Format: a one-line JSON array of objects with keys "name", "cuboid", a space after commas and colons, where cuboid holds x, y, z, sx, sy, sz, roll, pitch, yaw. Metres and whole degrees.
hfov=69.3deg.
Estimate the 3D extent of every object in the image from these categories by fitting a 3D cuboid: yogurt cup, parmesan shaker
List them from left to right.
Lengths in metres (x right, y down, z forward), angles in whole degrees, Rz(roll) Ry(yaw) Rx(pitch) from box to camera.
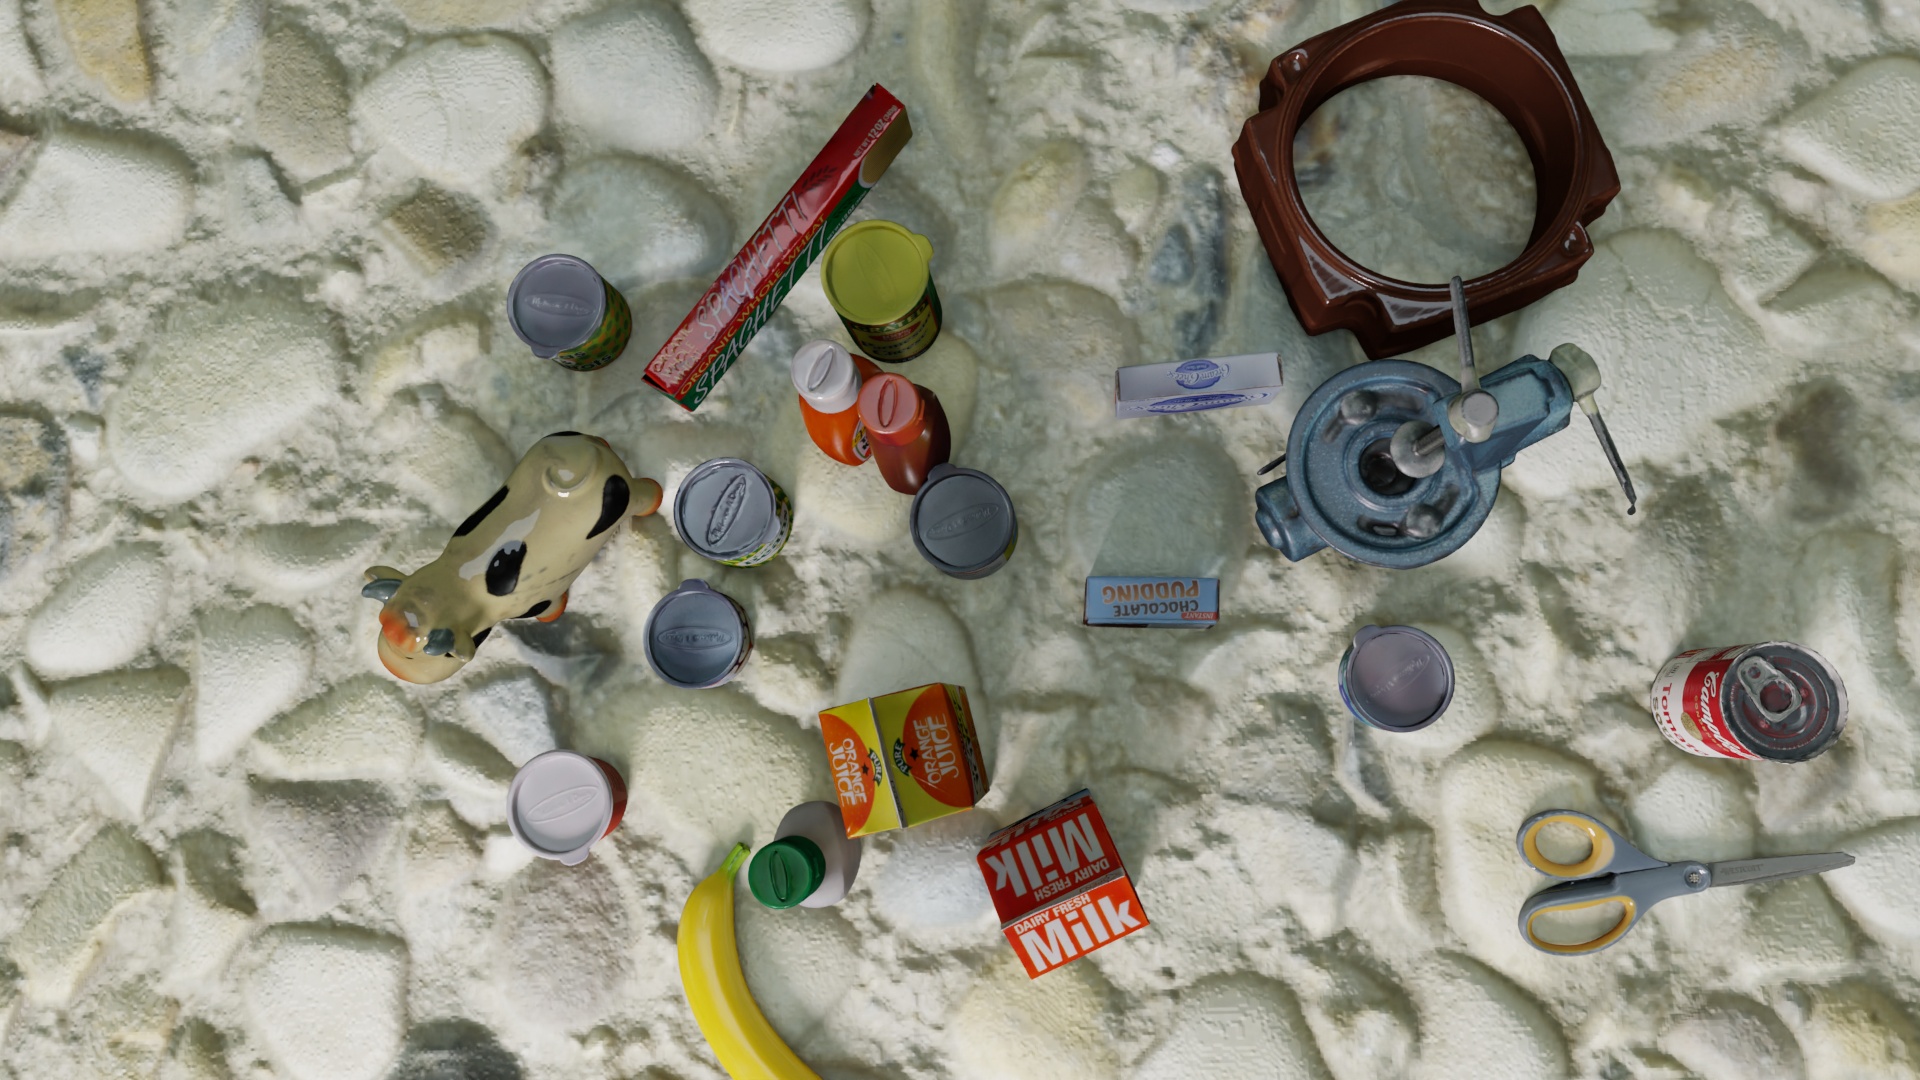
[{"name": "yogurt cup", "cuboid": [-0.248, 0.167, 0.888, 0.072, 0.054, 0.072, -1, 83, 5]}, {"name": "parmesan shaker", "cuboid": [-0.045, -0.158, 0.889, 0.071, 0.103, 0.071, -1, 83, 5]}]

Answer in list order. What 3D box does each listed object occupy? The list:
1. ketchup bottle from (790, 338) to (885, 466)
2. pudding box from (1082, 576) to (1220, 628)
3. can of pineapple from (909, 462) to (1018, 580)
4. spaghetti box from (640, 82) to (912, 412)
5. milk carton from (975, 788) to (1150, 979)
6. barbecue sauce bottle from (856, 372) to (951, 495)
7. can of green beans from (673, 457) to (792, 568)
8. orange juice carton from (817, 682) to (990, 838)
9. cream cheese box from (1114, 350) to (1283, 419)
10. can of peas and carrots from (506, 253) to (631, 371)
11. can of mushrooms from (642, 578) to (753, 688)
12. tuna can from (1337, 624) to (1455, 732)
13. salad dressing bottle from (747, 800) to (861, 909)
[{"name": "ketchup bottle", "cuboid": [-0.074, -0.089, 0.860, 0.043, 0.148, 0.065, 25, 86, 7]}, {"name": "pudding box", "cuboid": [0.119, 0.040, 0.877, 0.084, 0.049, 0.030, 1, 83, 5]}, {"name": "can of pineapple", "cuboid": [0.003, -0.011, 0.889, 0.071, 0.058, 0.071, -1, 83, 5]}, {"name": "spaghetti box", "cuboid": [-0.120, -0.193, 0.927, 0.029, 0.050, 0.250, 37, 87, 8]}, {"name": "milk carton", "cuboid": [0.058, 0.193, 0.790, 0.072, 0.190, 0.073, -25, 82, 1]}, {"name": "barbecue sauce bottle", "cuboid": [-0.034, -0.069, 0.854, 0.044, 0.148, 0.065, 8, 84, 6]}, {"name": "can of green beans", "cuboid": [-0.146, -0.017, 0.902, 0.071, 0.058, 0.071, -1, 83, 5]}, {"name": "orange juice carton", "cuboid": [-0.031, 0.125, 0.806, 0.073, 0.192, 0.072, -14, 82, 3]}, {"name": "cream cheese box", "cuboid": [0.151, -0.099, 0.891, 0.104, 0.053, 0.024, -6, 83, 4]}, {"name": "can of peas and carrots", "cuboid": [-0.260, -0.149, 0.928, 0.071, 0.058, 0.071, -1, 83, 5]}, {"name": "can of mushrooms", "cuboid": [-0.170, 0.061, 0.906, 0.071, 0.033, 0.071, -1, 83, 5]}, {"name": "tuna can", "cuboid": [0.269, 0.085, 0.867, 0.071, 0.033, 0.071, -1, 83, 5]}, {"name": "salad dressing bottle", "cuboid": [-0.091, 0.190, 0.825, 0.044, 0.147, 0.064, -12, 82, 3]}]
